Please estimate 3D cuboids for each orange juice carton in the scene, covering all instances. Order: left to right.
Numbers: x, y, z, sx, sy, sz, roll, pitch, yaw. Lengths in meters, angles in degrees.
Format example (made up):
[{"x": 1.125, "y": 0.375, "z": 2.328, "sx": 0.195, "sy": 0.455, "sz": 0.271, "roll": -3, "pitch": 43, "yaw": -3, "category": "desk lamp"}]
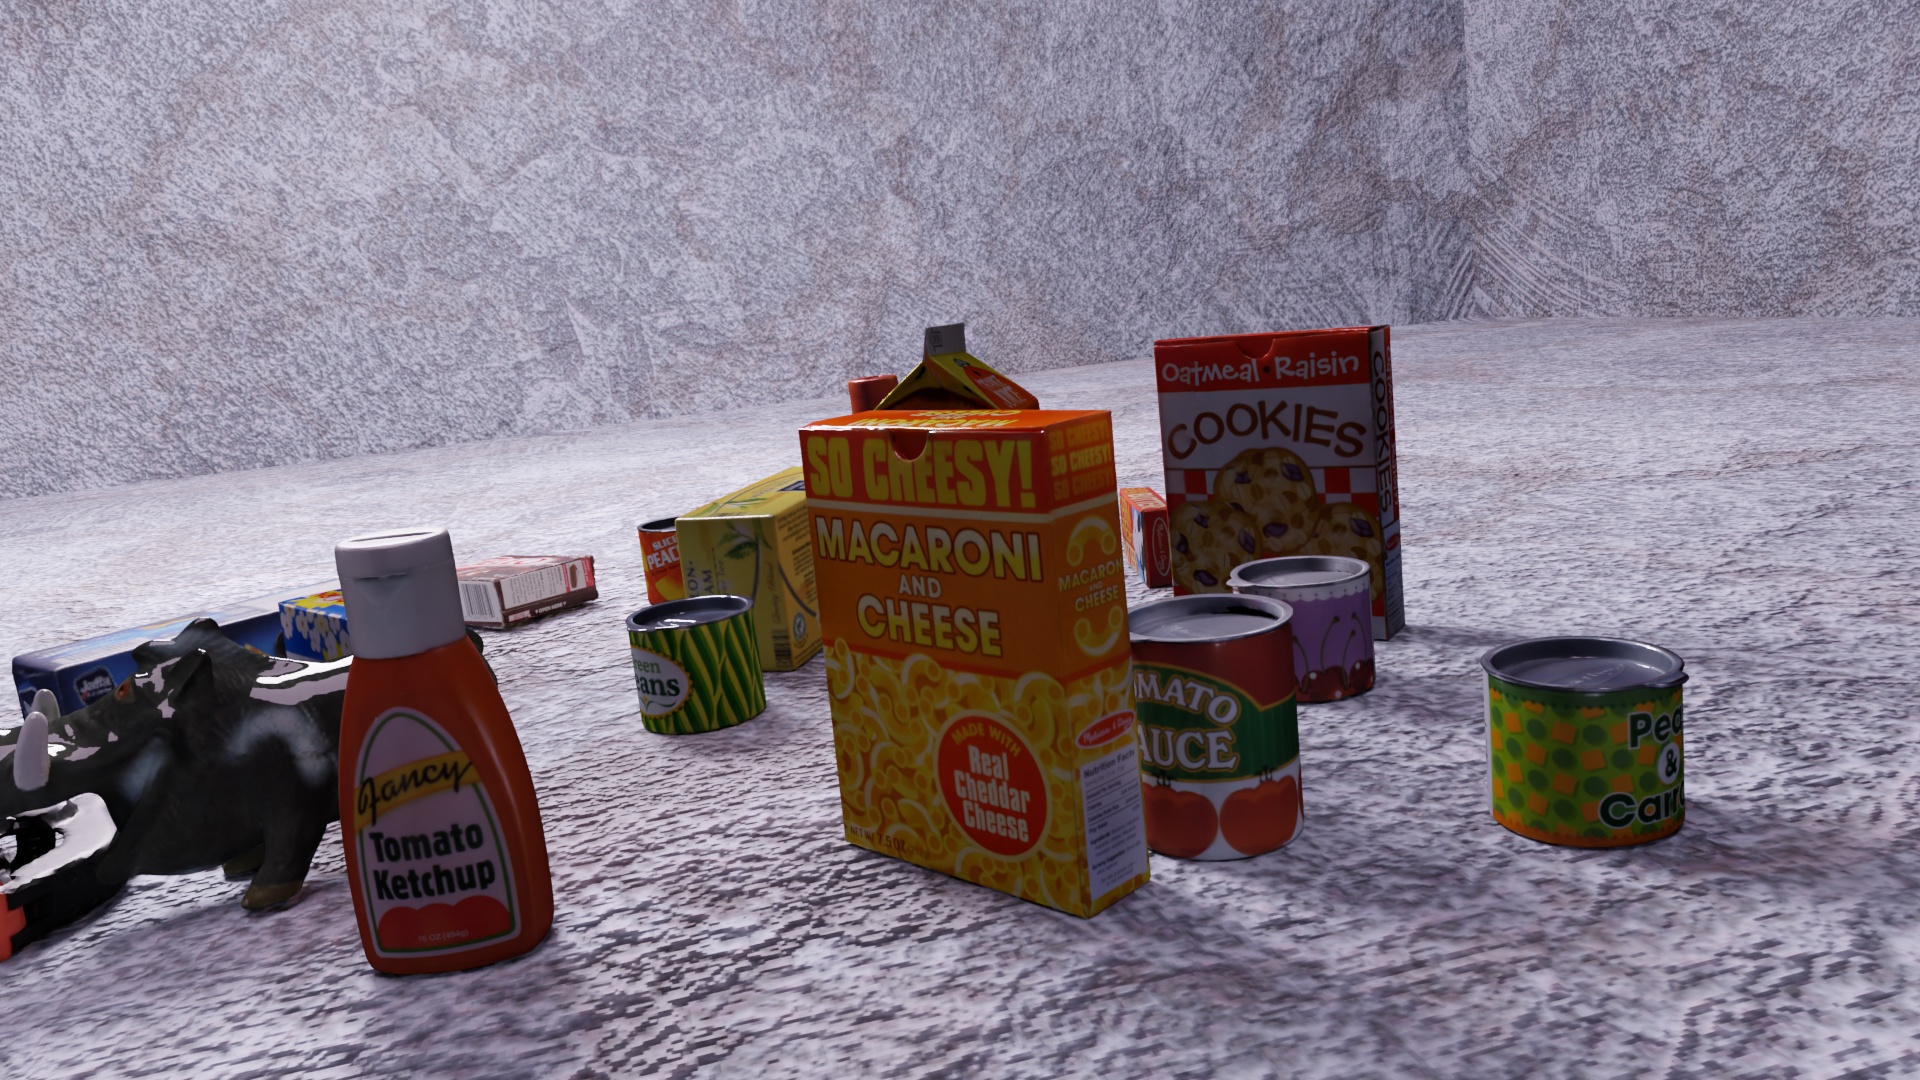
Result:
[{"x": 0.002, "y": -0.008, "z": 0.672, "sx": 0.073, "sy": 0.192, "sz": 0.072, "roll": -3, "pitch": 11, "yaw": 16, "category": "orange juice carton"}]

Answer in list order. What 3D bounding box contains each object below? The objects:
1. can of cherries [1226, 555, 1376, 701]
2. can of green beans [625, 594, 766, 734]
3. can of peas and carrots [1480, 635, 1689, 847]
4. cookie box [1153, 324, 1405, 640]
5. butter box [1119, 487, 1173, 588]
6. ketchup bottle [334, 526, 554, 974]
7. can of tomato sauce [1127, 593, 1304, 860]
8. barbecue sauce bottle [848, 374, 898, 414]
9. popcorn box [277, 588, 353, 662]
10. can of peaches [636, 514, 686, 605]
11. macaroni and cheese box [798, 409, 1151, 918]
[{"x": 0.164, "y": 0.042, "z": 0.676, "sx": 0.071, "sy": 0.058, "sz": 0.071, "roll": -6, "pitch": 10, "yaw": 1, "category": "can of cherries"}, {"x": -0.138, "y": 0.064, "z": 0.729, "sx": 0.071, "sy": 0.057, "sz": 0.071, "roll": -6, "pitch": 10, "yaw": 1, "category": "can of green beans"}, {"x": 0.224, "y": 0.070, "z": 0.495, "sx": 0.071, "sy": 0.058, "sz": 0.071, "roll": -6, "pitch": 10, "yaw": 1, "category": "can of peas and carrots"}, {"x": 0.176, "y": -0.032, "z": 0.769, "sx": 0.123, "sy": 0.167, "sz": 0.040, "roll": 1, "pitch": 12, "yaw": 33, "category": "cookie box"}, {"x": 0.129, "y": -0.004, "z": 0.954, "sx": 0.024, "sy": 0.053, "sz": 0.104, "roll": -6, "pitch": 11, "yaw": 0, "category": "butter box"}, {"x": -0.182, "y": 0.071, "z": 0.476, "sx": 0.065, "sy": 0.148, "sz": 0.043, "roll": -7, "pitch": 10, "yaw": -3, "category": "ketchup bottle"}, {"x": 0.091, "y": 0.068, "z": 0.516, "sx": 0.071, "sy": 0.083, "sz": 0.071, "roll": -6, "pitch": 10, "yaw": 1, "category": "can of tomato sauce"}, {"x": -0.055, "y": -0.046, "z": 1.018, "sx": 0.043, "sy": 0.148, "sz": 0.065, "roll": -3, "pitch": 11, "yaw": 17, "category": "barbecue sauce bottle"}, {"x": -0.294, "y": 0.073, "z": 0.697, "sx": 0.126, "sy": 0.085, "sz": 0.038, "roll": 4, "pitch": 15, "yaw": 44, "category": "popcorn box"}, {"x": -0.203, "y": 0.014, "z": 1.028, "sx": 0.071, "sy": 0.058, "sz": 0.071, "roll": -6, "pitch": 10, "yaw": 1, "category": "can of peaches"}, {"x": 0.003, "y": 0.038, "z": 0.499, "sx": 0.123, "sy": 0.166, "sz": 0.040, "roll": 4, "pitch": 14, "yaw": 44, "category": "macaroni and cheese box"}]
